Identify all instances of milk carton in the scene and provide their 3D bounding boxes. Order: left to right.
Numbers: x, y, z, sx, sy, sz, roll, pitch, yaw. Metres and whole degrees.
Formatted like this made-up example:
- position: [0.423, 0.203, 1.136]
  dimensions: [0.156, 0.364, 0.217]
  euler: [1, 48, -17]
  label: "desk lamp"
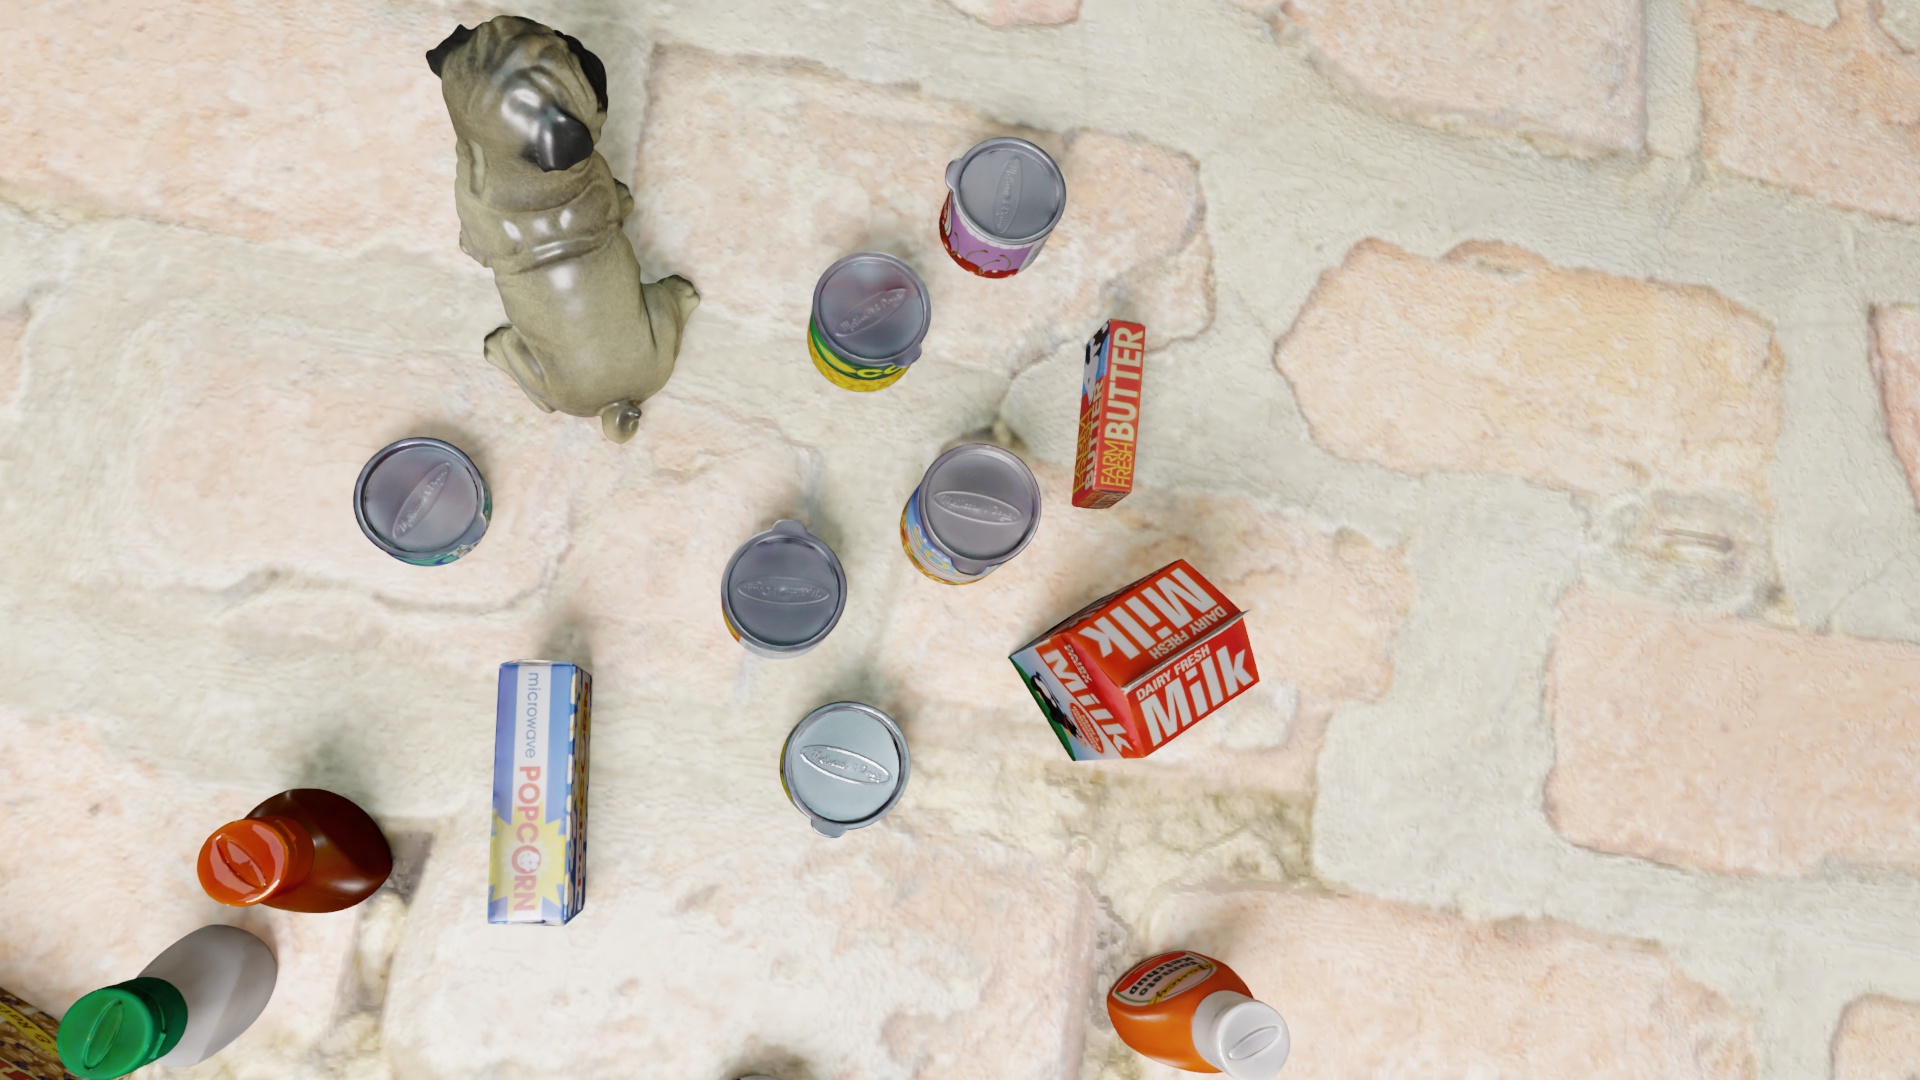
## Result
- position: [0.089, 0.064, 0.714]
  dimensions: [0.072, 0.190, 0.073]
  euler: [-31, 87, -14]
  label: "milk carton"

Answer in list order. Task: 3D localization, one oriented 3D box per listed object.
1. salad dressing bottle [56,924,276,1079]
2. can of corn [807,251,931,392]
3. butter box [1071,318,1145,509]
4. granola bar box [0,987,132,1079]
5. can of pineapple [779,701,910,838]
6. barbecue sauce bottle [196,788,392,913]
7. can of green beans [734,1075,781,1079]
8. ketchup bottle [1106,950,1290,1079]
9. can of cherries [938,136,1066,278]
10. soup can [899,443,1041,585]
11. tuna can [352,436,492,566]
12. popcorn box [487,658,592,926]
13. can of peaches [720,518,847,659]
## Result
- position: [-0.357, 0.211, 0.630]
  dimensions: [0.044, 0.147, 0.064]
  euler: [21, 77, -6]
  label: "salad dressing bottle"
- position: [-0.052, -0.121, 0.792]
  dimensions: [0.071, 0.058, 0.071]
  euler: [2, 79, -10]
  label: "can of corn"
- position: [0.086, -0.072, 0.810]
  dimensions: [0.024, 0.053, 0.103]
  euler: [8, 78, -8]
  label: "butter box"
- position: [-0.474, 0.221, 0.620]
  dimensions: [0.165, 0.124, 0.039]
  euler: [32, 76, -3]
  label: "granola bar box"
- position: [-0.064, 0.122, 0.745]
  dimensions: [0.071, 0.057, 0.071]
  euler: [2, 79, -10]
  label: "can of pineapple"
- position: [-0.311, 0.146, 0.650]
  dimensions: [0.044, 0.148, 0.065]
  euler: [-42, 89, -14]
  label: "barbecue sauce bottle"
- position: [-0.104, 0.310, 0.702]
  dimensions: [0.071, 0.057, 0.071]
  euler: [2, 79, -10]
  label: "can of green beans"
- position: [0.123, 0.243, 0.708]
  dimensions: [0.065, 0.148, 0.043]
  euler: [-25, 85, -13]
  label: "ketchup bottle"
- position: [0.021, -0.196, 0.819]
  dimensions: [0.071, 0.058, 0.071]
  euler: [2, 79, -10]
  label: "can of cherries"
- position: [0.003, -0.010, 0.768]
  dimensions: [0.071, 0.083, 0.071]
  euler: [2, 80, -10]
  label: "soup can"
- position: [-0.285, -0.019, 0.745]
  dimensions: [0.071, 0.032, 0.071]
  euler: [2, 79, -10]
  label: "tuna can"
- position: [-0.211, 0.127, 0.704]
  dimensions: [0.038, 0.085, 0.127]
  euler: [1, 80, -10]
  label: "popcorn box"
- position: [-0.097, 0.028, 0.757]
  dimensions: [0.071, 0.058, 0.071]
  euler: [2, 79, -10]
  label: "can of peaches"
